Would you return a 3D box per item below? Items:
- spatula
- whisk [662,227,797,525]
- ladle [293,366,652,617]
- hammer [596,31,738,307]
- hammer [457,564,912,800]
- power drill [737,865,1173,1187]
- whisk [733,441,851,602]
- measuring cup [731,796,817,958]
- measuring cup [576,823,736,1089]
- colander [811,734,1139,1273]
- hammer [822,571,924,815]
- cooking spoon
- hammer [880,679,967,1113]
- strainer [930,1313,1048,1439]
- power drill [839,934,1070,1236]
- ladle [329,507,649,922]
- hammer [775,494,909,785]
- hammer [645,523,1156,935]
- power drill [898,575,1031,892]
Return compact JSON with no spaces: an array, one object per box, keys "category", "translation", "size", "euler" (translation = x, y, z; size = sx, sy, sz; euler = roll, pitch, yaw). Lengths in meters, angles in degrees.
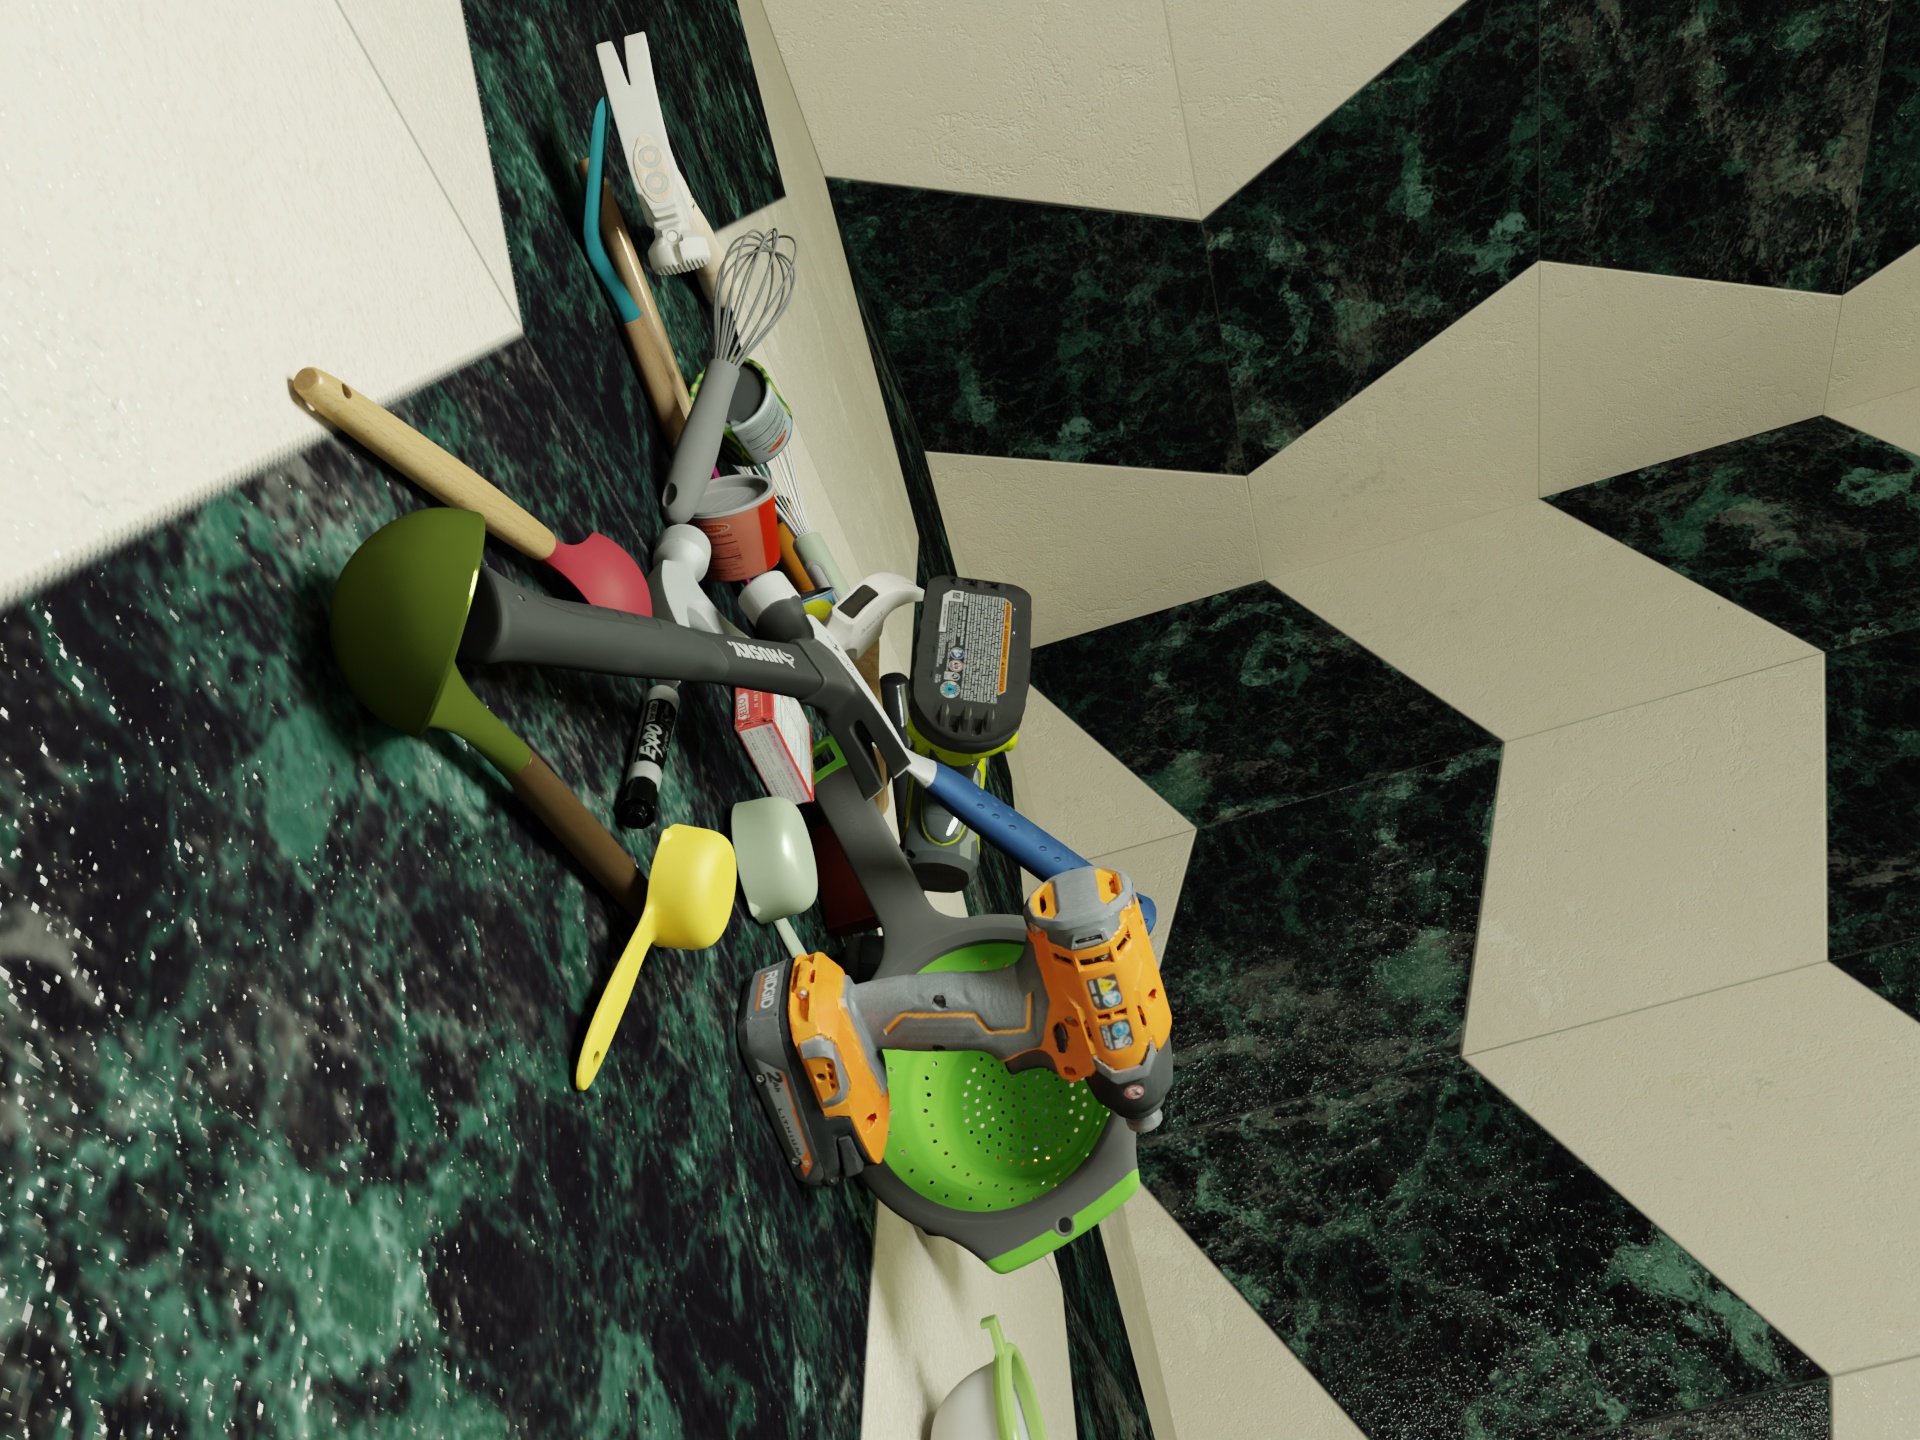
[{"category":"spatula","translation":[-0.199,-0.245,1.059],"size":[0.082,0.044,0.317],"euler":[-103,176,-62]},{"category":"whisk","translation":[-0.156,-0.233,1.064],"size":[0.055,0.055,0.239],"euler":[63,37,-62]},{"category":"ladle","translation":[-0.199,-0.087,0.707],"size":[0.315,0.031,0.069],"euler":[47,28,-74]},{"category":"hammer","translation":[-0.206,-0.380,1.194],"size":[0.411,0.038,0.146],"euler":[-115,-170,-83]},{"category":"hammer","translation":[-0.128,-0.028,0.768],"size":[0.146,0.035,0.334],"euler":[53,15,15]},{"category":"power drill","translation":[0.007,0.185,0.894],"size":[0.084,0.226,0.164],"euler":[-93,166,-66]},{"category":"whisk","translation":[-0.127,-0.150,1.264],"size":[0.059,0.057,0.246],"euler":[-9,64,-47]},{"category":"measuring cup","translation":[-0.101,0.115,1.004],"size":[0.083,0.038,0.167],"euler":[-100,173,-48]},{"category":"measuring cup","translation":[-0.128,0.103,0.687],"size":[0.157,0.029,0.062],"euler":[-76,169,-57]},{"category":"colander","translation":[-0.007,0.176,1.075],"size":[0.398,0.204,0.094],"euler":[59,4,32]},{"category":"hammer","translation":[-0.072,-0.005,1.241],"size":[0.031,0.130,0.331],"euler":[37,-23,17]},{"category":"cooking spoon","translation":[-0.203,-0.236,1.121],"size":[0.069,0.017,0.318],"euler":[-114,-174,-68]},{"category":"hammer","translation":[-0.034,0.149,1.394],"size":[0.149,0.036,0.409],"euler":[66,15,-66]},{"category":"strainer","translation":[0.023,0.504,0.950],"size":[0.257,0.069,0.151],"euler":[-97,172,-55]},{"category":"power drill","translation":[0.004,0.256,1.156],"size":[0.084,0.185,0.226],"euler":[-78,170,-78]},{"category":"ladle","translation":[-0.157,0.027,0.640],"size":[0.319,0.062,0.078],"euler":[70,19,-58]},{"category":"hammer","translation":[-0.110,-0.075,1.431],"size":[0.336,0.034,0.127],"euler":[63,23,-51]},{"category":"hammer","translation":[-0.029,0.032,0.994],"size":[0.405,0.035,0.144],"euler":[36,24,-23]},{"category":"power drill","translation":[-0.002,-0.004,1.170],"size":[0.228,0.080,0.191],"euler":[101,-5,-58]}]
